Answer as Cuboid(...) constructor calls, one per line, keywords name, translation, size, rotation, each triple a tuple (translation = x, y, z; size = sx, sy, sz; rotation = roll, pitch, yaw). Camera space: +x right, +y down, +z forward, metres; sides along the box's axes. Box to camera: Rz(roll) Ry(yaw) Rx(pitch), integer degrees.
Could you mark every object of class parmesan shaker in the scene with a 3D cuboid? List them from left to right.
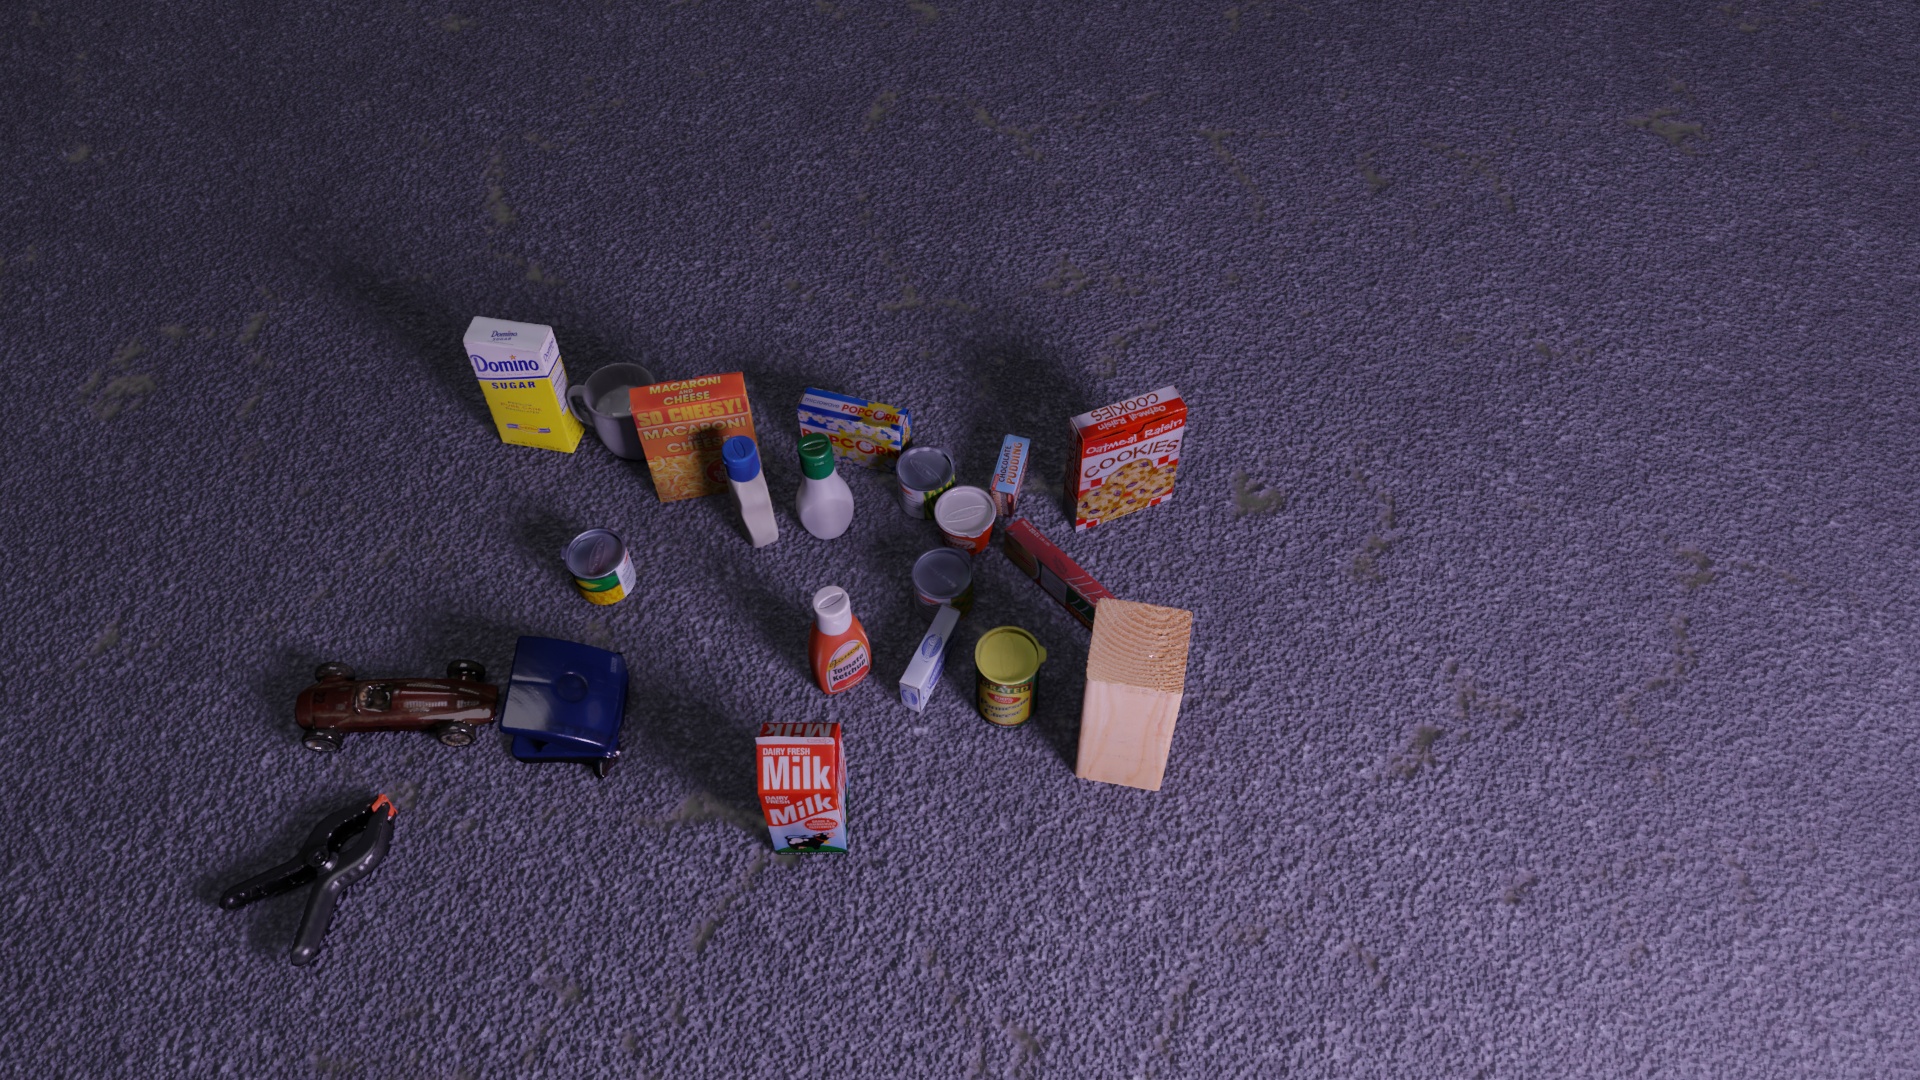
Cuboid(name="parmesan shaker", translation=(0.050, 0.141, 1.408), size=(0.071, 0.102, 0.071), rotation=(0, 56, 1))

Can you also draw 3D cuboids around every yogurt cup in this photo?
Cuboid(name="yogurt cup", translation=(0.006, -0.019, 1.548), size=(0.072, 0.053, 0.073), rotation=(0, 56, 1))

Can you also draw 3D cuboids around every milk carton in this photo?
Cuboid(name="milk carton", translation=(-0.146, 0.226, 1.300), size=(0.072, 0.189, 0.074), rotation=(-1, 56, 0))

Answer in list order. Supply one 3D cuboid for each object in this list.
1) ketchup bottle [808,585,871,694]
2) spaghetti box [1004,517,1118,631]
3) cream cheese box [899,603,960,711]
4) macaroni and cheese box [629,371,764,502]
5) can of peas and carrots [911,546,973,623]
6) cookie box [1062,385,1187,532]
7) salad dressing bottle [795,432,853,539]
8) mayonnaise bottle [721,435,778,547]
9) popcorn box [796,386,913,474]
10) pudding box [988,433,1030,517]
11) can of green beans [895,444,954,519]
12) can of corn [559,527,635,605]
Cuboid(name="ketchup bottle", translation=(-0.126, 0.099, 1.412), size=(0.065, 0.148, 0.043), rotation=(-30, 61, -18))
Cuboid(name="spaghetti box", translation=(0.142, 0.070, 1.487), size=(0.029, 0.050, 0.250), rotation=(-37, 63, -22))
Cuboid(name="cream cheese box", translation=(-0.030, 0.123, 1.451), size=(0.024, 0.053, 0.104), rotation=(20, 58, 14))
Cuboid(name="macaroni and cheese box", translation=(-0.291, -0.114, 1.550), size=(0.124, 0.165, 0.040), rotation=(-10, 56, -6))
Cuboid(name="can of peas and carrots", translation=(-0.017, 0.048, 1.499), size=(0.071, 0.058, 0.071), rotation=(0, 56, 1))
Cuboid(name="cookie box", translation=(0.179, -0.087, 1.524), size=(0.123, 0.166, 0.040), rotation=(-19, 58, -12))
Cuboid(name="salad dressing bottle", translation=(-0.152, -0.059, 1.521), size=(0.064, 0.147, 0.044), rotation=(-14, 57, -9))
Cuboid(name="mayonnaise bottle", translation=(-0.231, -0.056, 1.520), size=(0.041, 0.147, 0.065), rotation=(-22, 58, -13))
Cuboid(name="popcorn box", translation=(-0.121, -0.126, 1.605), size=(0.127, 0.084, 0.038), rotation=(13, 57, 10))
Cuboid(name="pudding box", translation=(0.056, -0.074, 1.588), size=(0.030, 0.049, 0.084), rotation=(12, 57, 9))
Cuboid(name="can of green beans", translation=(-0.039, -0.066, 1.578), size=(0.071, 0.057, 0.071), rotation=(0, 56, 1))
Cuboid(name="can of corn", translation=(-0.396, 0.029, 1.519), size=(0.071, 0.058, 0.071), rotation=(0, 56, 1))
